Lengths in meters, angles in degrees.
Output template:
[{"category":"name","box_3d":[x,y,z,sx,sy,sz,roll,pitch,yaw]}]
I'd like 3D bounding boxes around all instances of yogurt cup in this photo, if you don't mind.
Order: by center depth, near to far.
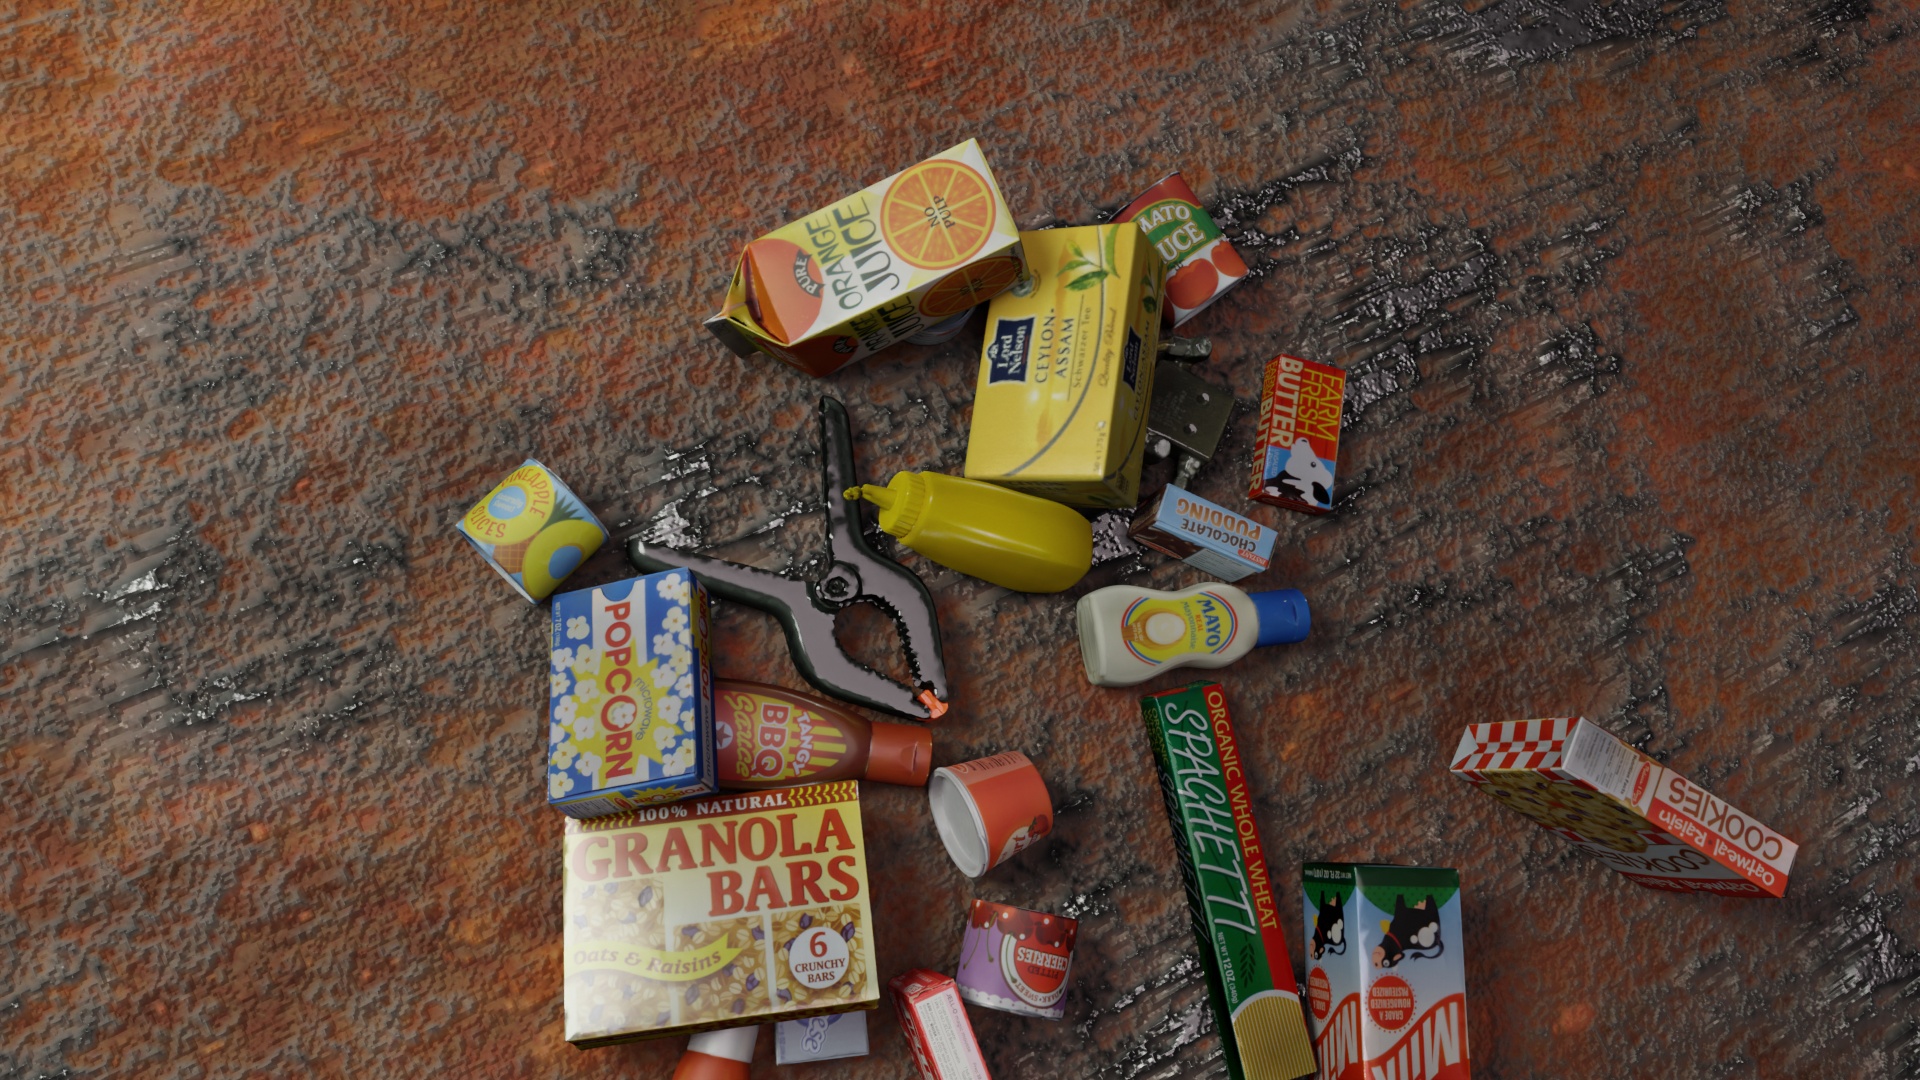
[{"category":"yogurt cup","box_3d":[0.019,0.161,0.835,0.054,0.072,0.072,-17,83,-24]}]

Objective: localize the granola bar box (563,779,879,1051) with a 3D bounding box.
[{"category":"granola bar box","box_3d":[-0.133,0.207,0.774,0.166,0.039,0.124,-6,64,-7]}]

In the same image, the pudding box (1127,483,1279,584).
[{"category":"pudding box","box_3d":[0.158,-0.003,0.909,0.084,0.049,0.030,23,73,-8]}]

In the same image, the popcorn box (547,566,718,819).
[{"category":"popcorn box","box_3d":[-0.184,0.086,0.781,0.085,0.038,0.127,-12,62,8]}]

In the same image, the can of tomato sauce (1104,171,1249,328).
[{"category":"can of tomato sauce","box_3d":[0.144,-0.194,0.935,0.071,0.071,0.083,-35,89,-17]}]

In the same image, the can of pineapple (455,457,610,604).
[{"category":"can of pineapple","box_3d":[-0.247,-0.006,0.802,0.071,0.071,0.058,44,73,-2]}]

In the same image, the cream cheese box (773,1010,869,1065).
[{"category":"cream cheese box","box_3d":[-0.085,0.249,0.810,0.053,0.024,0.104,-3,79,-14]}]

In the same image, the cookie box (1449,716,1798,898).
[{"category":"cookie box","box_3d":[0.424,0.174,0.897,0.167,0.122,0.040,30,75,-6]}]

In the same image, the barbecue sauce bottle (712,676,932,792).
[{"category":"barbecue sauce bottle","box_3d":[-0.092,0.120,0.826,0.149,0.043,0.065,9,82,-12]}]

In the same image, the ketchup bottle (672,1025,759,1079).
[{"category":"ketchup bottle","box_3d":[-0.143,0.323,0.764,0.043,0.064,0.149,11,67,3]}]

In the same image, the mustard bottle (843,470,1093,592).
[{"category":"mustard bottle","box_3d":[0.003,-0.011,0.851,0.160,0.065,0.049,18,60,-24]}]

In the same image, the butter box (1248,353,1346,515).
[{"category":"butter box","box_3d":[0.232,-0.073,0.954,0.053,0.024,0.103,13,76,-11]}]

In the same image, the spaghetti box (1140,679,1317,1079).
[{"category":"spaghetti box","box_3d":[0.167,0.214,0.877,0.050,0.028,0.250,-10,81,-16]}]

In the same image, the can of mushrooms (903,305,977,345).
[{"category":"can of mushrooms","box_3d":[-0.022,-0.165,0.908,0.071,0.033,0.071,3,78,-12]}]

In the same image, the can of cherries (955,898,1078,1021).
[{"category":"can of cherries","box_3d":[0.034,0.246,0.816,0.071,0.071,0.058,15,75,-10]}]

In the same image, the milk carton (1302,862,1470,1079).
[{"category":"milk carton","box_3d":[0.263,0.298,0.859,0.073,0.072,0.191,4,78,-13]}]

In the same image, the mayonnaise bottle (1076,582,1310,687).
[{"category":"mayonnaise bottle","box_3d":[0.152,0.056,0.899,0.148,0.041,0.065,-6,78,-14]}]

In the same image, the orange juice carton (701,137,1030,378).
[{"category":"orange juice carton","box_3d":[-0.060,-0.161,0.847,0.193,0.071,0.073,-24,78,3]}]
